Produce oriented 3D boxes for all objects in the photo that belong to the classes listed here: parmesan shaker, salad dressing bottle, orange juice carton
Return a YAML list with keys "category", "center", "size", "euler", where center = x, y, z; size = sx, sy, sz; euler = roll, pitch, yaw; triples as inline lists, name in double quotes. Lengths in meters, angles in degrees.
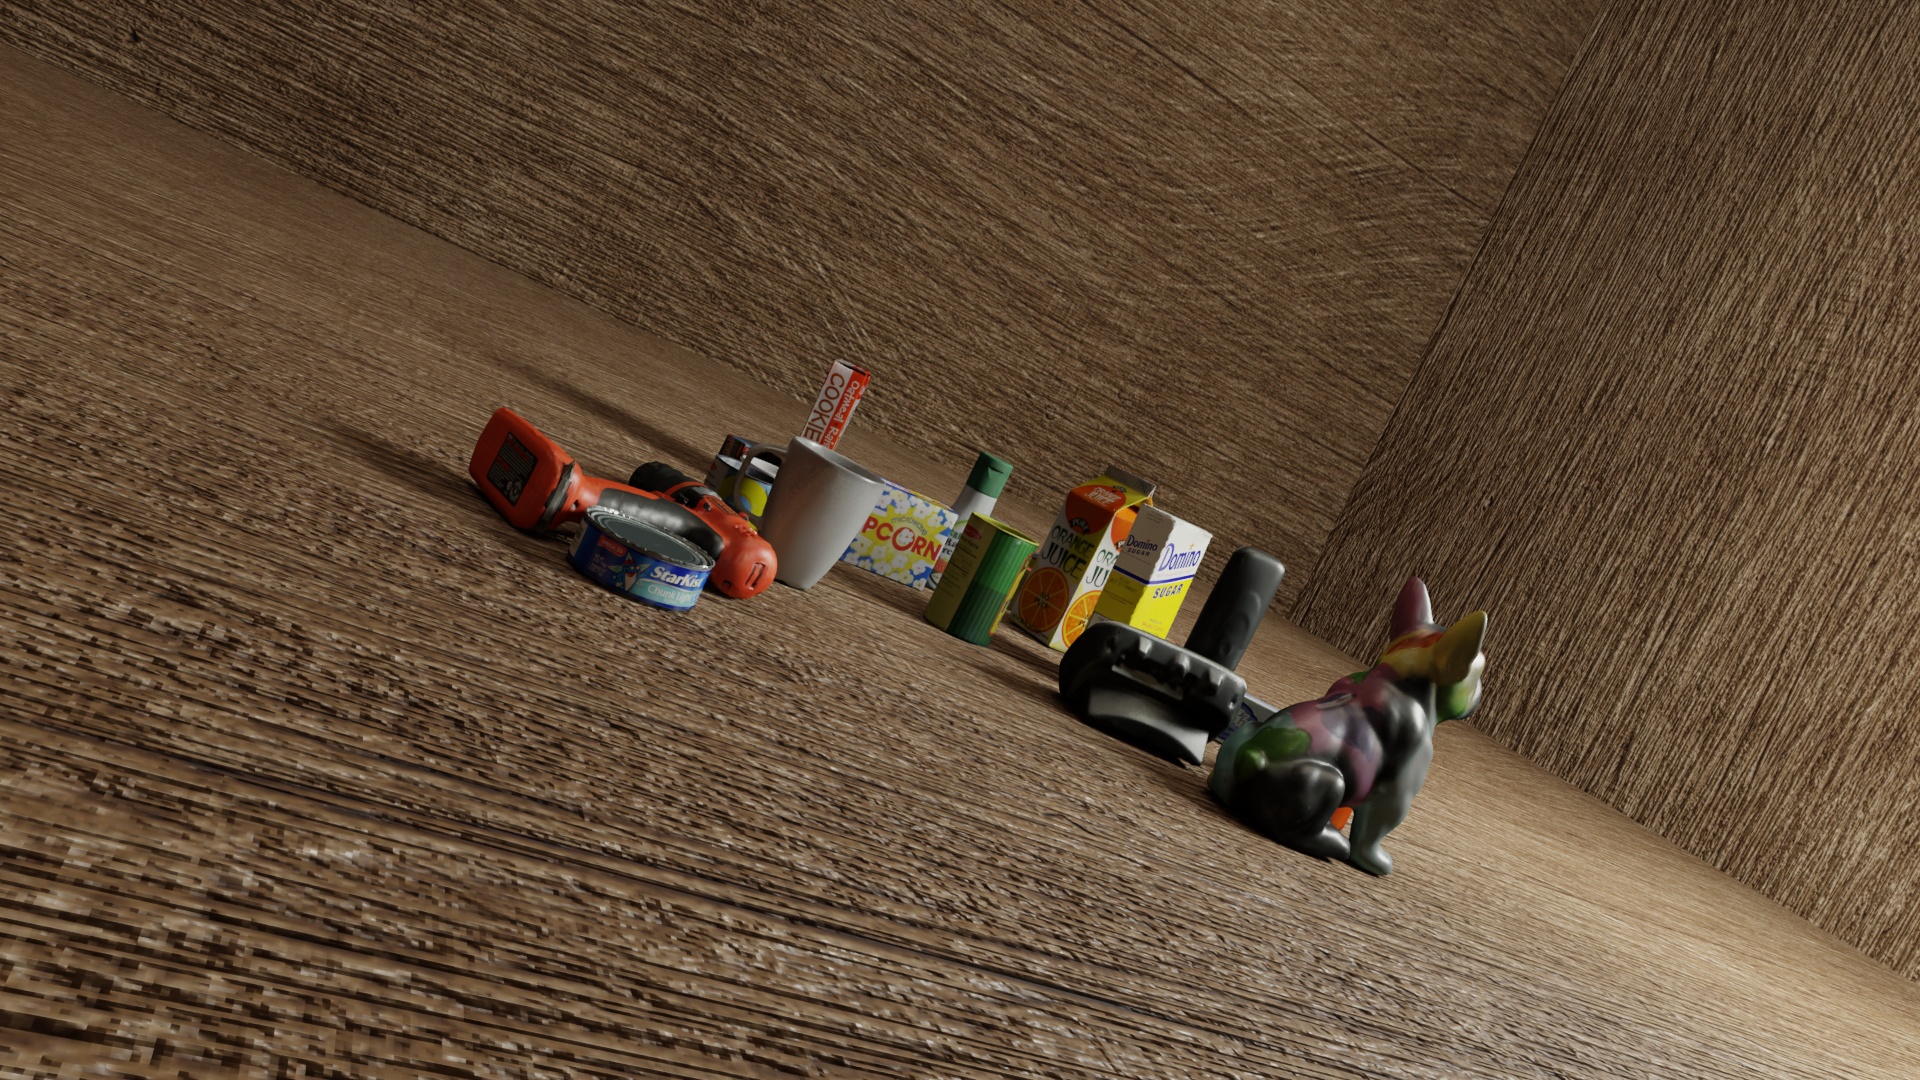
- category: "parmesan shaker"
  center: [0.017, 0.034, 1.232]
  size: [0.071, 0.103, 0.071]
  euler: [26, 6, -3]
- category: "salad dressing bottle"
  center: [0.005, -0.018, 1.411]
  size: [0.064, 0.147, 0.044]
  euler: [25, 6, -13]
- category: "orange juice carton"
  center: [0.133, 0.018, 1.421]
  size: [0.073, 0.192, 0.072]
  euler: [21, 7, -42]

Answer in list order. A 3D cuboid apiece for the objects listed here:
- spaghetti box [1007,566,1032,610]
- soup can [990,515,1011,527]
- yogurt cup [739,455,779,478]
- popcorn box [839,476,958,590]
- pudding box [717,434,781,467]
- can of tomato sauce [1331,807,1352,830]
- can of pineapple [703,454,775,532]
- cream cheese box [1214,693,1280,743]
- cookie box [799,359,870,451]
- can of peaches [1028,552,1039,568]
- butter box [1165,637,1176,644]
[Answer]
- category: "spaghetti box"
  center: [-0.024, 0.004, 1.572]
  size: [0.250, 0.050, 0.029]
  euler: [29, 6, 26]
- category: "soup can"
  center: [0.005, 0.008, 1.497]
  size: [0.071, 0.083, 0.071]
  euler: [26, 6, -3]
- category: "yogurt cup"
  center: [-0.182, -0.041, 1.284]
  size: [0.072, 0.054, 0.072]
  euler: [26, 6, -3]
- category: "popcorn box"
  center: [-0.076, -0.013, 1.337]
  size: [0.126, 0.085, 0.038]
  euler: [23, 6, -30]
- category: "pudding box"
  center: [-0.223, -0.080, 1.469]
  size: [0.030, 0.049, 0.084]
  euler: [29, 6, 26]
- category: "can of tomato sauce"
  center: [0.315, 0.195, 1.182]
  size: [0.071, 0.083, 0.071]
  euler: [26, 6, -3]
- category: "can of pineapple"
  center: [-0.186, -0.032, 1.173]
  size: [0.071, 0.058, 0.071]
  euler: [26, 6, -3]
- category: "cream cheese box"
  center: [0.252, 0.165, 1.319]
  size: [0.104, 0.053, 0.024]
  euler: [27, 6, 13]
- category: "cookie box"
  center: [-0.148, -0.110, 1.476]
  size: [0.040, 0.167, 0.123]
  euler: [25, 6, -6]
- category: "can of peaches"
  center: [0.075, 0.042, 1.618]
  size: [0.071, 0.058, 0.071]
  euler: [26, 6, -3]
- category: "butter box"
  center: [0.194, 0.126, 1.416]
  size: [0.024, 0.053, 0.103]
  euler: [27, 6, 14]
